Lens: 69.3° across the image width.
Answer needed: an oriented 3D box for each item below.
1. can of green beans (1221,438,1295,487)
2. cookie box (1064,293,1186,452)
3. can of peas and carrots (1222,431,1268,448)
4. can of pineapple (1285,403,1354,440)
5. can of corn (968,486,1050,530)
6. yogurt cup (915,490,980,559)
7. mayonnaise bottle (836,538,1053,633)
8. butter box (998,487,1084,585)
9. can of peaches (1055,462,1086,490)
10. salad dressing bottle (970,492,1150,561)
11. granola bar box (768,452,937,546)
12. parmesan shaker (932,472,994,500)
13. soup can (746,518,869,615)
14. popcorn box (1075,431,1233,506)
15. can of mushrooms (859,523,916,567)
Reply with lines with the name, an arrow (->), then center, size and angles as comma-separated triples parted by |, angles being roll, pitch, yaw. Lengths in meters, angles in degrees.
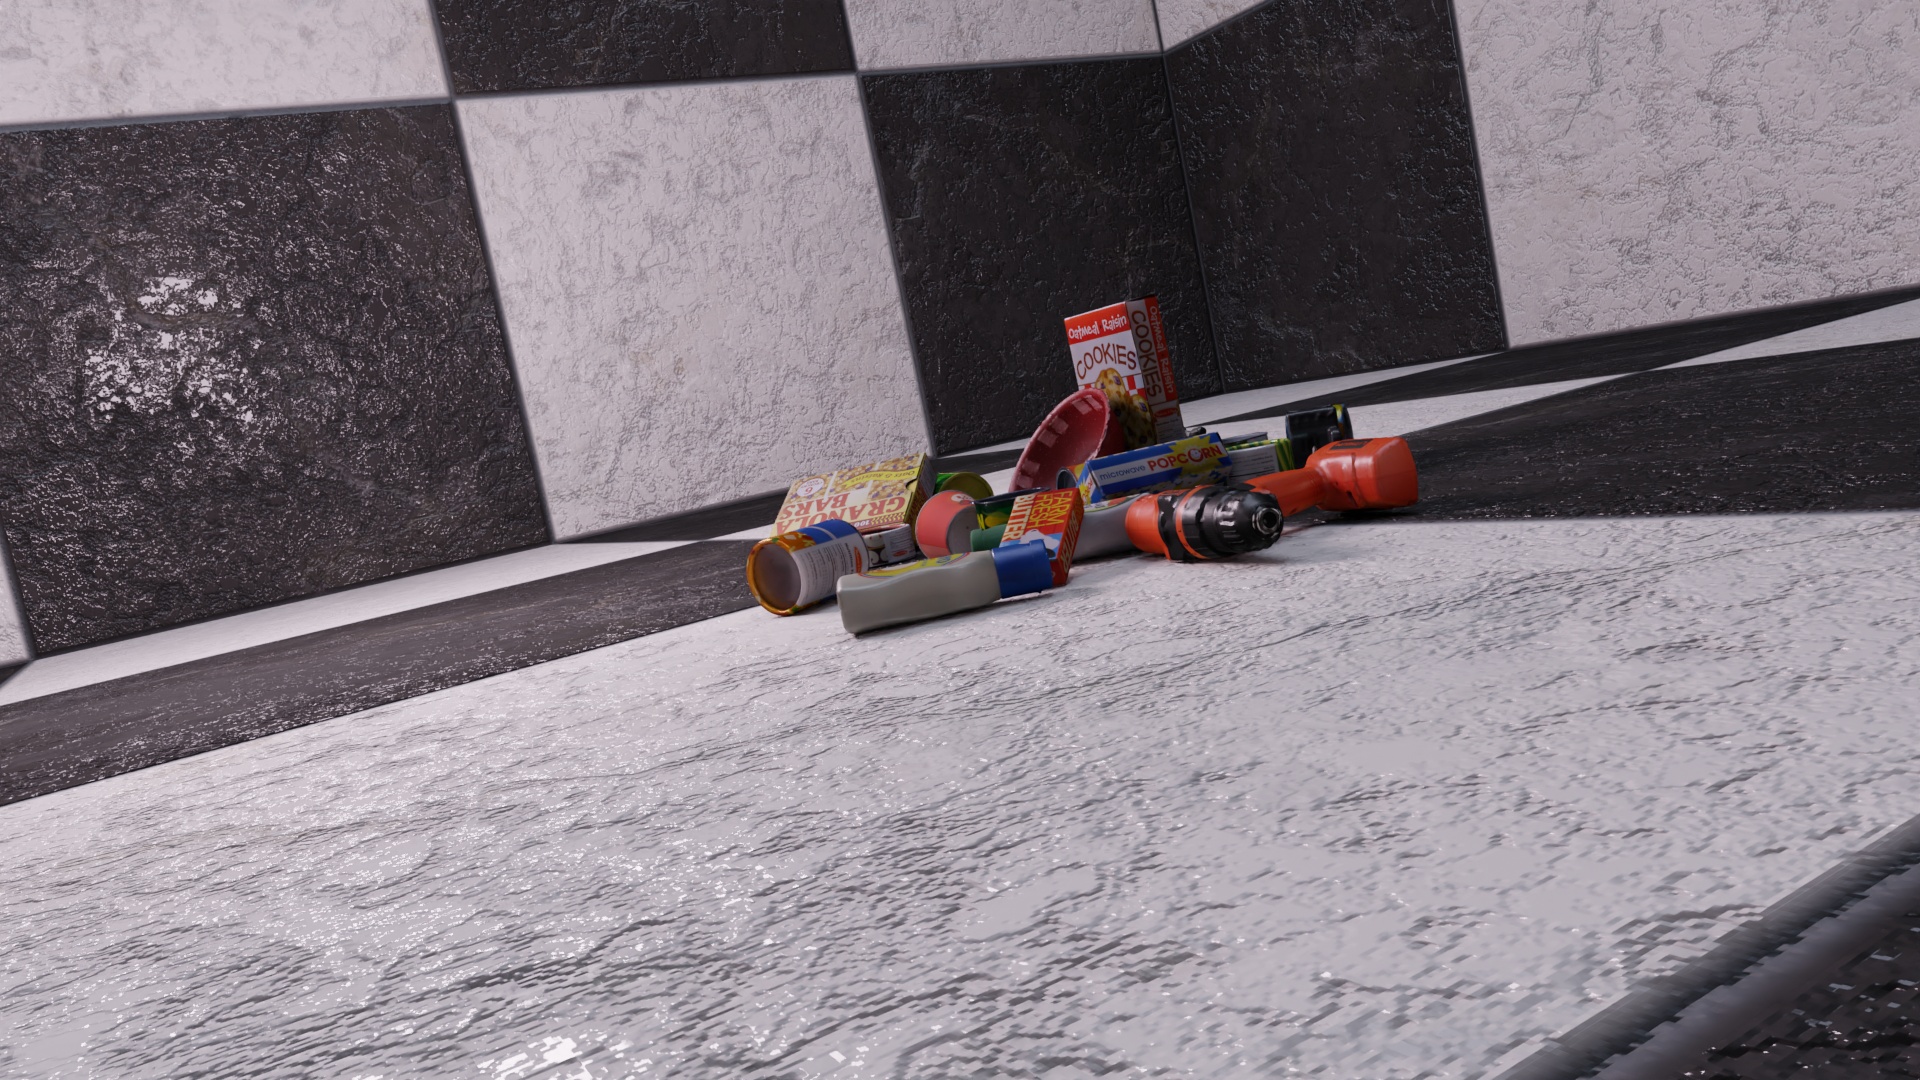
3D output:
can of green beans -> 0.255, -0.054, 1.194 | 0.071, 0.057, 0.071 | -11, 5, 1
cookie box -> 0.168, -0.157, 1.411 | 0.040, 0.167, 0.123 | -15, 6, -25
can of peas and carrots -> 0.261, -0.068, 1.316 | 0.071, 0.058, 0.071 | -12, 5, 1
can of pineapple -> 0.365, -0.101, 1.405 | 0.058, 0.071, 0.071 | -9, 6, 23
can of corn -> 0.047, -0.010, 1.173 | 0.071, 0.058, 0.071 | -11, 6, 1
yogurt cup -> 0.001, -0.008, 1.225 | 0.072, 0.072, 0.054 | -14, 14, -23
mayonnaise bottle -> -0.011, 0.031, 0.974 | 0.148, 0.041, 0.065 | -12, 6, -1
butter box -> 0.060, -0.002, 1.045 | 0.053, 0.024, 0.104 | -8, 31, 20
can of peaches -> 0.127, -0.039, 1.275 | 0.058, 0.071, 0.071 | -13, 6, -16
salad dressing bottle -> 0.083, -0.004, 1.111 | 0.148, 0.044, 0.064 | -11, 0, 7
granola bar box -> -0.117, -0.031, 1.497 | 0.165, 0.039, 0.125 | -11, 36, 20
parmesan shaker -> -0.006, -0.041, 1.554 | 0.071, 0.071, 0.103 | -13, 5, -16
soup can -> -0.130, 0.022, 1.164 | 0.071, 0.071, 0.084 | -7, 7, 37
popcorn box -> 0.158, -0.042, 1.178 | 0.127, 0.038, 0.084 | -13, -29, -19
can of mushrooms -> -0.081, 0.006, 1.390 | 0.071, 0.033, 0.071 | -11, 7, 1
